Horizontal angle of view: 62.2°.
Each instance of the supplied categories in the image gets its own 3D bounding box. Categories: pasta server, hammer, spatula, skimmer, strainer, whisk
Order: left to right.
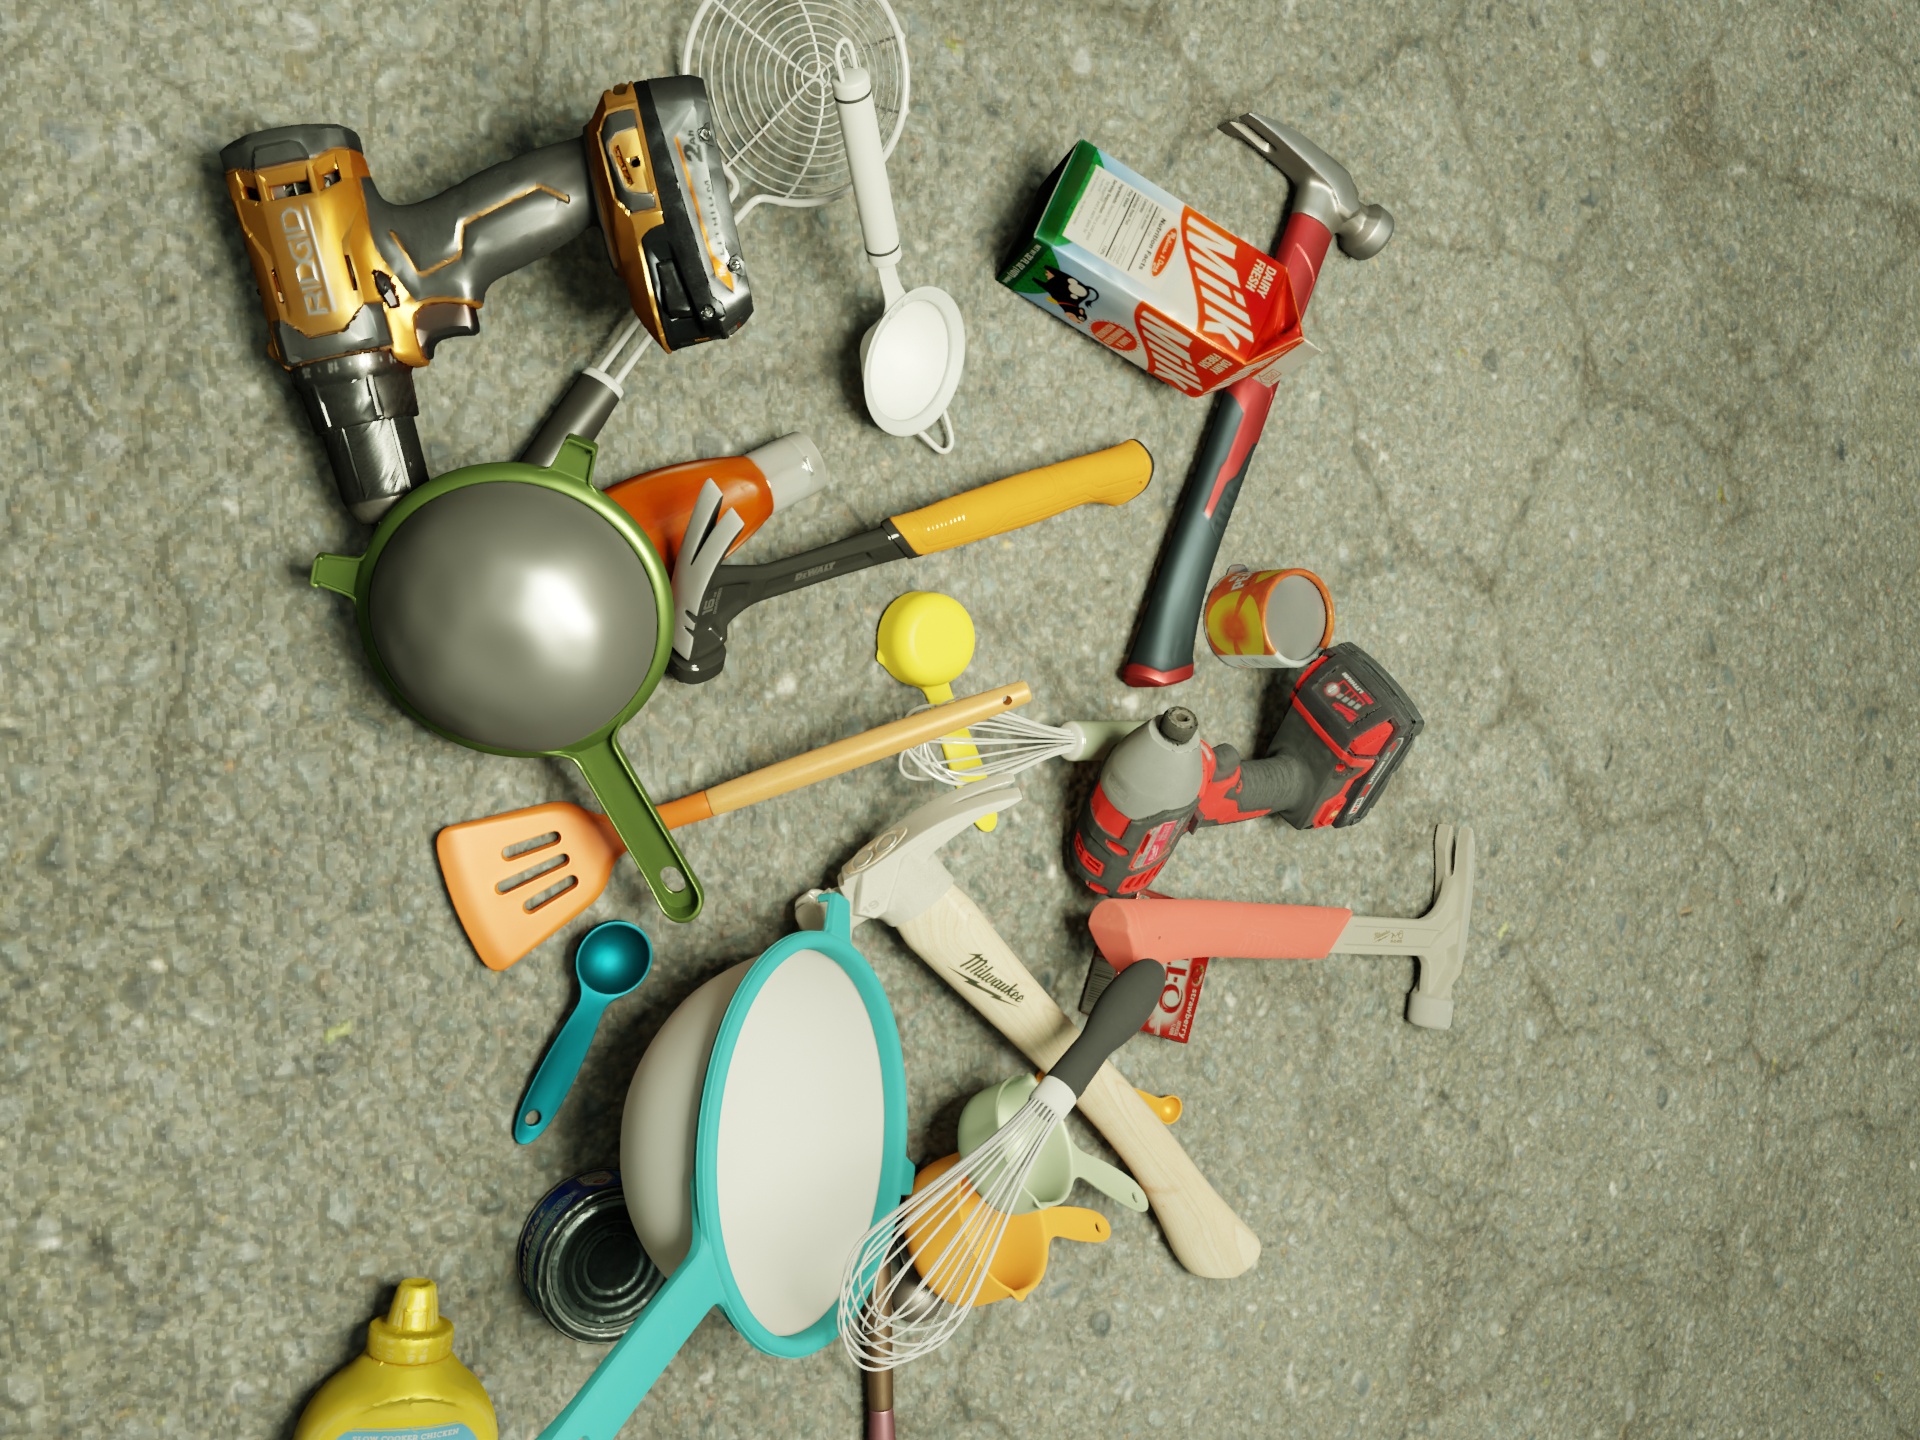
[{"bbox_3d":[-0.191,0.004,0.763,0.151,0.069,0.256,-24,111,5],"label":"strainer"},{"bbox_3d":[-0.154,-0.233,0.820,0.127,0.090,0.363,31,76,0],"label":"skimmer"},{"bbox_3d":[-0.136,0.240,0.777,0.340,0.095,0.211,-45,127,-59],"label":"strainer"},{"bbox_3d":[-0.111,0.039,0.851,0.322,0.041,0.081,-20,102,-8],"label":"spatula"},{"bbox_3d":[-0.045,0.378,0.932,0.060,0.040,0.316,-2,91,-20],"label":"pasta server"},{"bbox_3d":[-0.041,-0.250,0.864,0.087,0.050,0.258,-48,150,-25],"label":"strainer"},{"bbox_3d":[-0.013,-0.116,0.909,0.337,0.127,0.034,-22,62,-34],"label":"hammer"},{"bbox_3d":[0.031,0.230,0.860,0.285,0.070,0.070,-45,113,-32],"label":"whisk"},{"bbox_3d":[0.061,0.013,0.971,0.246,0.058,0.059,0,136,-41],"label":"whisk"},{"bbox_3d":[0.079,0.209,0.975,0.146,0.038,0.410,-35,116,8],"label":"hammer"},{"bbox_3d":[0.173,-0.205,1.048,0.143,0.038,0.386,27,78,-27],"label":"hammer"},{"bbox_3d":[0.228,0.132,1.065,0.358,0.037,0.149,8,87,-39],"label":"hammer"}]

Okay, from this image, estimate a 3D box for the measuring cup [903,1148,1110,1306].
[{"bbox_3d":[0.030,0.311,0.968,0.173,0.052,0.095,28,42,-51],"label":"measuring cup"}]

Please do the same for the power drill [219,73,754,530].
[{"bbox_3d":[-0.215,-0.200,0.757,0.226,0.084,0.185,-12,100,-4],"label":"power drill"}]

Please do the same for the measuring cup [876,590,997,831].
[{"bbox_3d":[-0.002,-0.003,0.952,0.062,0.029,0.156,-27,105,-28],"label":"measuring cup"}]

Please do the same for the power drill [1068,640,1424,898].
[{"bbox_3d":[0.177,0.028,1.001,0.219,0.079,0.143,-15,143,-30],"label":"power drill"}]

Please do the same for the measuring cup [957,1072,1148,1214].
[{"bbox_3d":[0.056,0.270,0.952,0.167,0.038,0.083,39,35,-41],"label":"measuring cup"}]

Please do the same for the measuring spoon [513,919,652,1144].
[{"bbox_3d":[-0.206,0.163,0.845,0.042,0.021,0.128,29,86,-31],"label":"measuring spoon"}]

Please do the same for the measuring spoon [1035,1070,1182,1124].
[{"bbox_3d":[0.095,0.242,1.031,0.116,0.011,0.021,20,86,-26],"label":"measuring spoon"}]

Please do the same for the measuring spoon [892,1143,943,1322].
[{"bbox_3d":[-0.030,0.302,0.950,0.034,0.018,0.124,-13,97,-30],"label":"measuring spoon"}]
